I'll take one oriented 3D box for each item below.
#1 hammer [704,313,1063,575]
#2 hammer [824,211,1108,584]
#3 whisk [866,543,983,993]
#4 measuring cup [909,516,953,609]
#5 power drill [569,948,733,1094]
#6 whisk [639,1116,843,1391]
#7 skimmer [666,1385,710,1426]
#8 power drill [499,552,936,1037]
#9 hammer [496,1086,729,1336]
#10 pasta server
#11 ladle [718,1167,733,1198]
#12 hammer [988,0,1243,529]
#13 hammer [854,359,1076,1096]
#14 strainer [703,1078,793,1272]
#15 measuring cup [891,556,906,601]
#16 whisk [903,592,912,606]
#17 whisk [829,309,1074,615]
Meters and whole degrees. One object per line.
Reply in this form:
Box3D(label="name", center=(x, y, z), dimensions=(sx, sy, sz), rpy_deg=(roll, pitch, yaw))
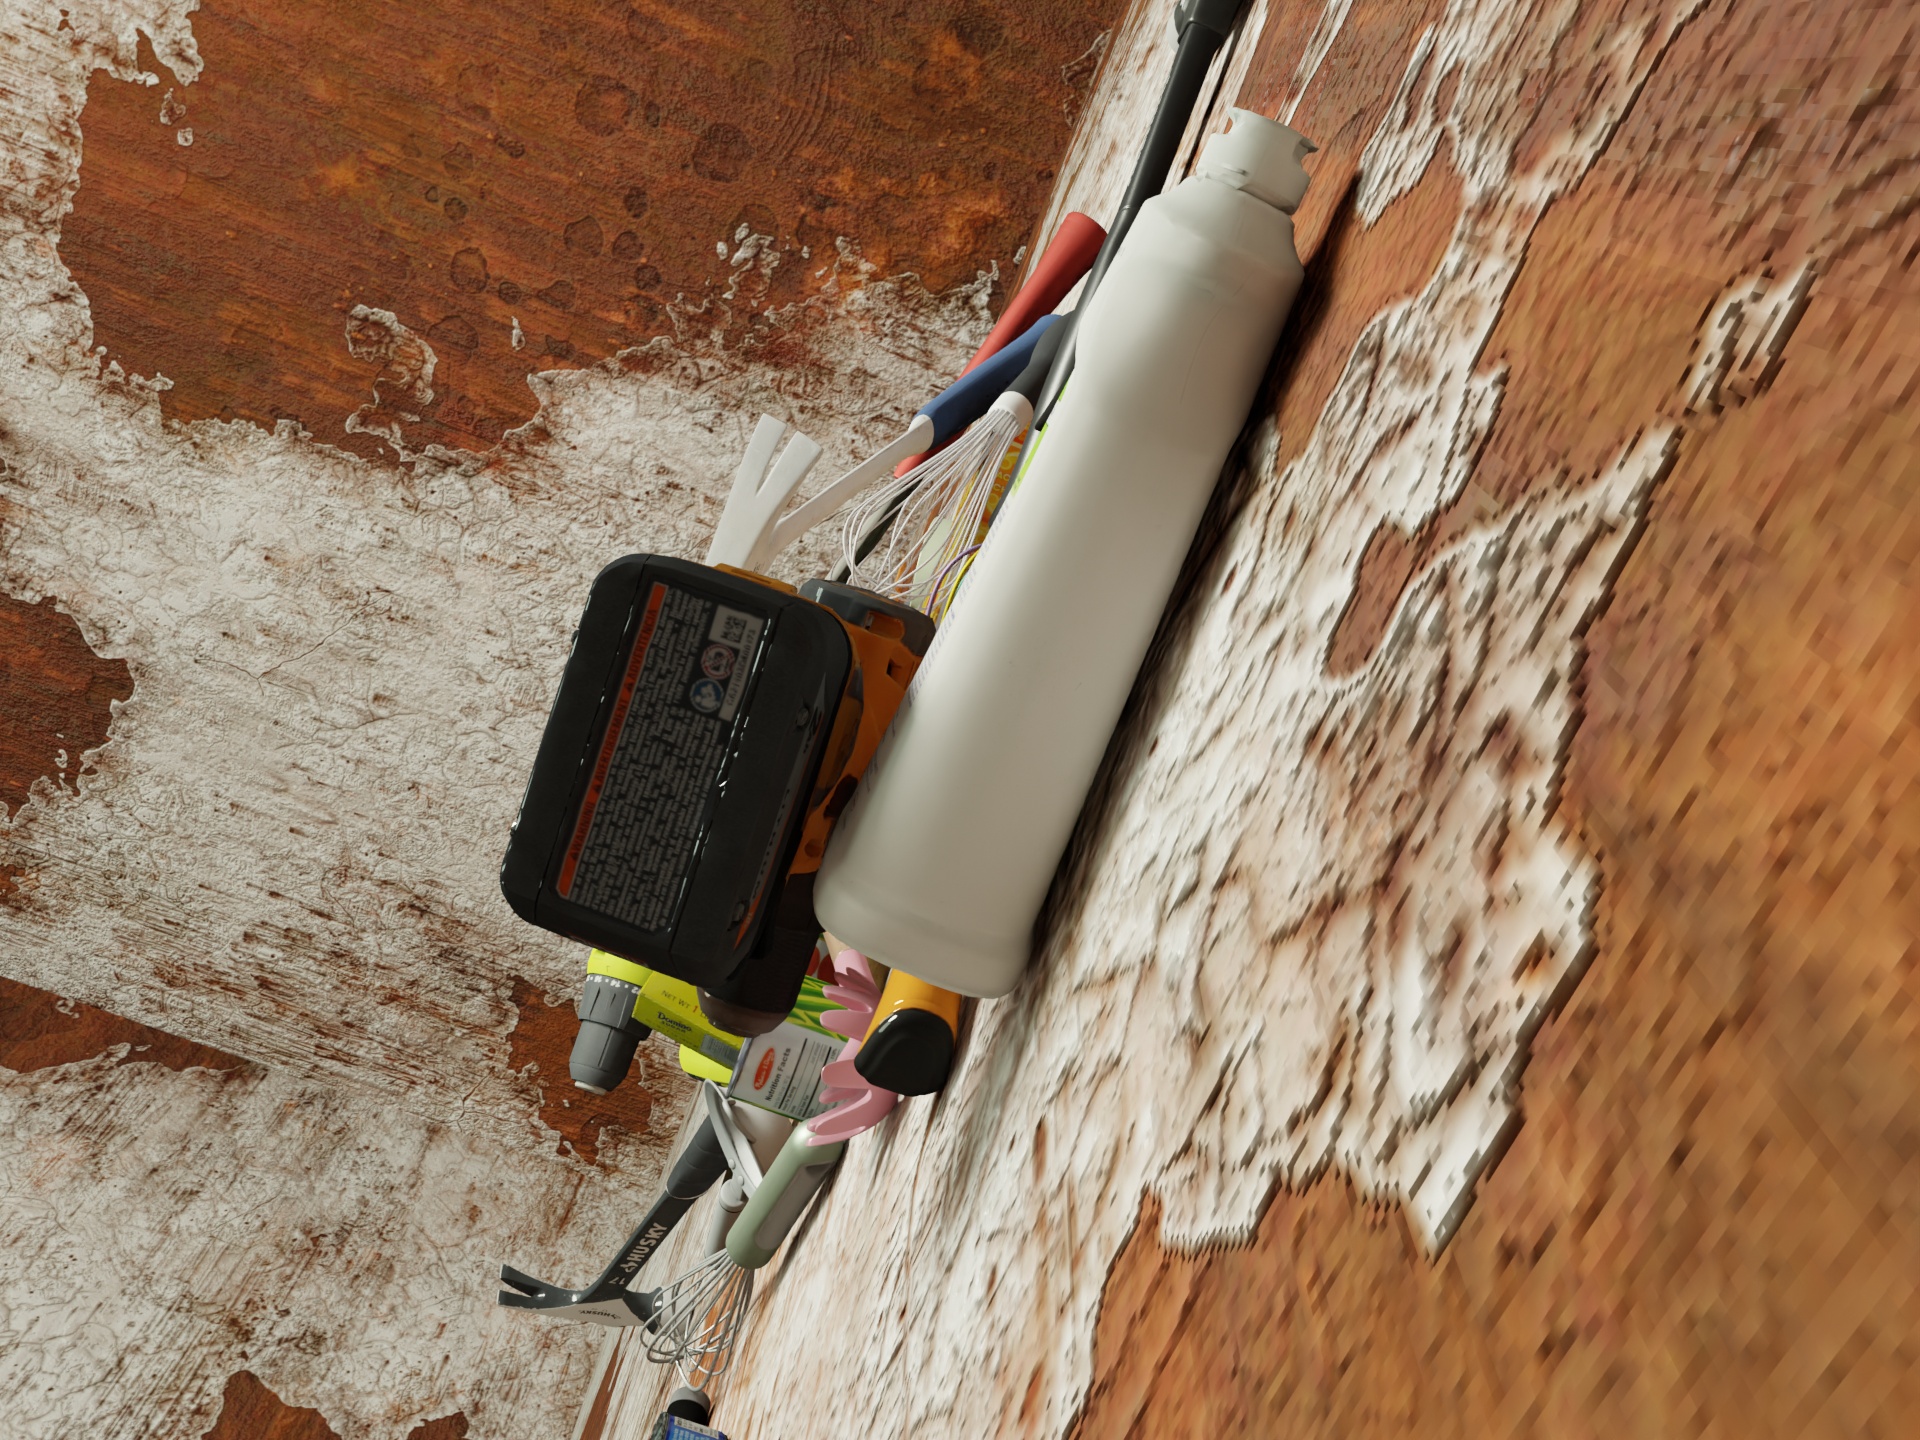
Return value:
Box3D(label="hammer", center=(-0.025, -0.166, 0.920), dimensions=(0.405, 0.035, 0.144), rpy_deg=(-46, -14, -50))
Box3D(label="hammer", center=(-0.013, -0.203, 1.094), dimensions=(0.359, 0.037, 0.149), rpy_deg=(-55, -13, -5))
Box3D(label="whisk", center=(-0.010, 0.029, 0.764), dimensions=(0.047, 0.051, 0.245), rpy_deg=(-26, -43, -67))
Box3D(label="measuring cup", center=(-0.007, -0.068, 1.110), dimensions=(0.167, 0.038, 0.083), rpy_deg=(91, -166, -50))
Box3D(label="power drill", center=(-0.210, 0.208, 1.220), dimensions=(0.228, 0.080, 0.191), rpy_deg=(54, -131, -59))
Box3D(label="whisk", center=(-0.108, 0.266, 0.792), dimensions=(0.246, 0.057, 0.059), rpy_deg=(-60, 40, 40))
Box3D(label="skimmer", center=(-0.195, 0.450, 0.705), dimensions=(0.363, 0.090, 0.127), rpy_deg=(-75, -27, -64))
Box3D(label="power drill", center=(-0.076, 0.036, 0.560), dimensions=(0.226, 0.084, 0.185), rpy_deg=(2, -73, -81))
Box3D(label="hammer", center=(-0.196, 0.322, 1.080), dimensions=(0.408, 0.149, 0.036), rpy_deg=(-55, 29, 40))
Box3D(label="pasta server", center=(-0.062, 0.102, 0.742), dimensions=(0.316, 0.040, 0.060), rpy_deg=(-125, 41, -72))
Box3D(label="ladle", center=(-0.135, 0.264, 1.121), dimensions=(0.069, 0.031, 0.315), rpy_deg=(-72, 4, -47))
Box3D(label="hammer", center=(0.086, -0.248, 0.831), dimensions=(0.146, 0.035, 0.335), rpy_deg=(-168, 98, -85))
Box3D(label="hammer", center=(0.022, -0.019, 0.615), dimensions=(0.127, 0.034, 0.337), rpy_deg=(125, 165, -64))
Box3D(label="strainer", center=(-0.138, 0.290, 0.988), dimensions=(0.087, 0.050, 0.258), rpy_deg=(55, 147, 27))
Box3D(label="measuring cup", center=(-0.026, -0.007, 0.846), dimensions=(0.095, 0.052, 0.174), rpy_deg=(114, 169, -65))
Box3D(label="whisk", center=(-0.040, -0.066, 1.156), dimensions=(0.239, 0.055, 0.055), rpy_deg=(-53, -9, -51))
Box3D(label="whisk", center=(0.013, -0.153, 0.885), dimensions=(0.285, 0.070, 0.070), rpy_deg=(-56, -3, -36))
